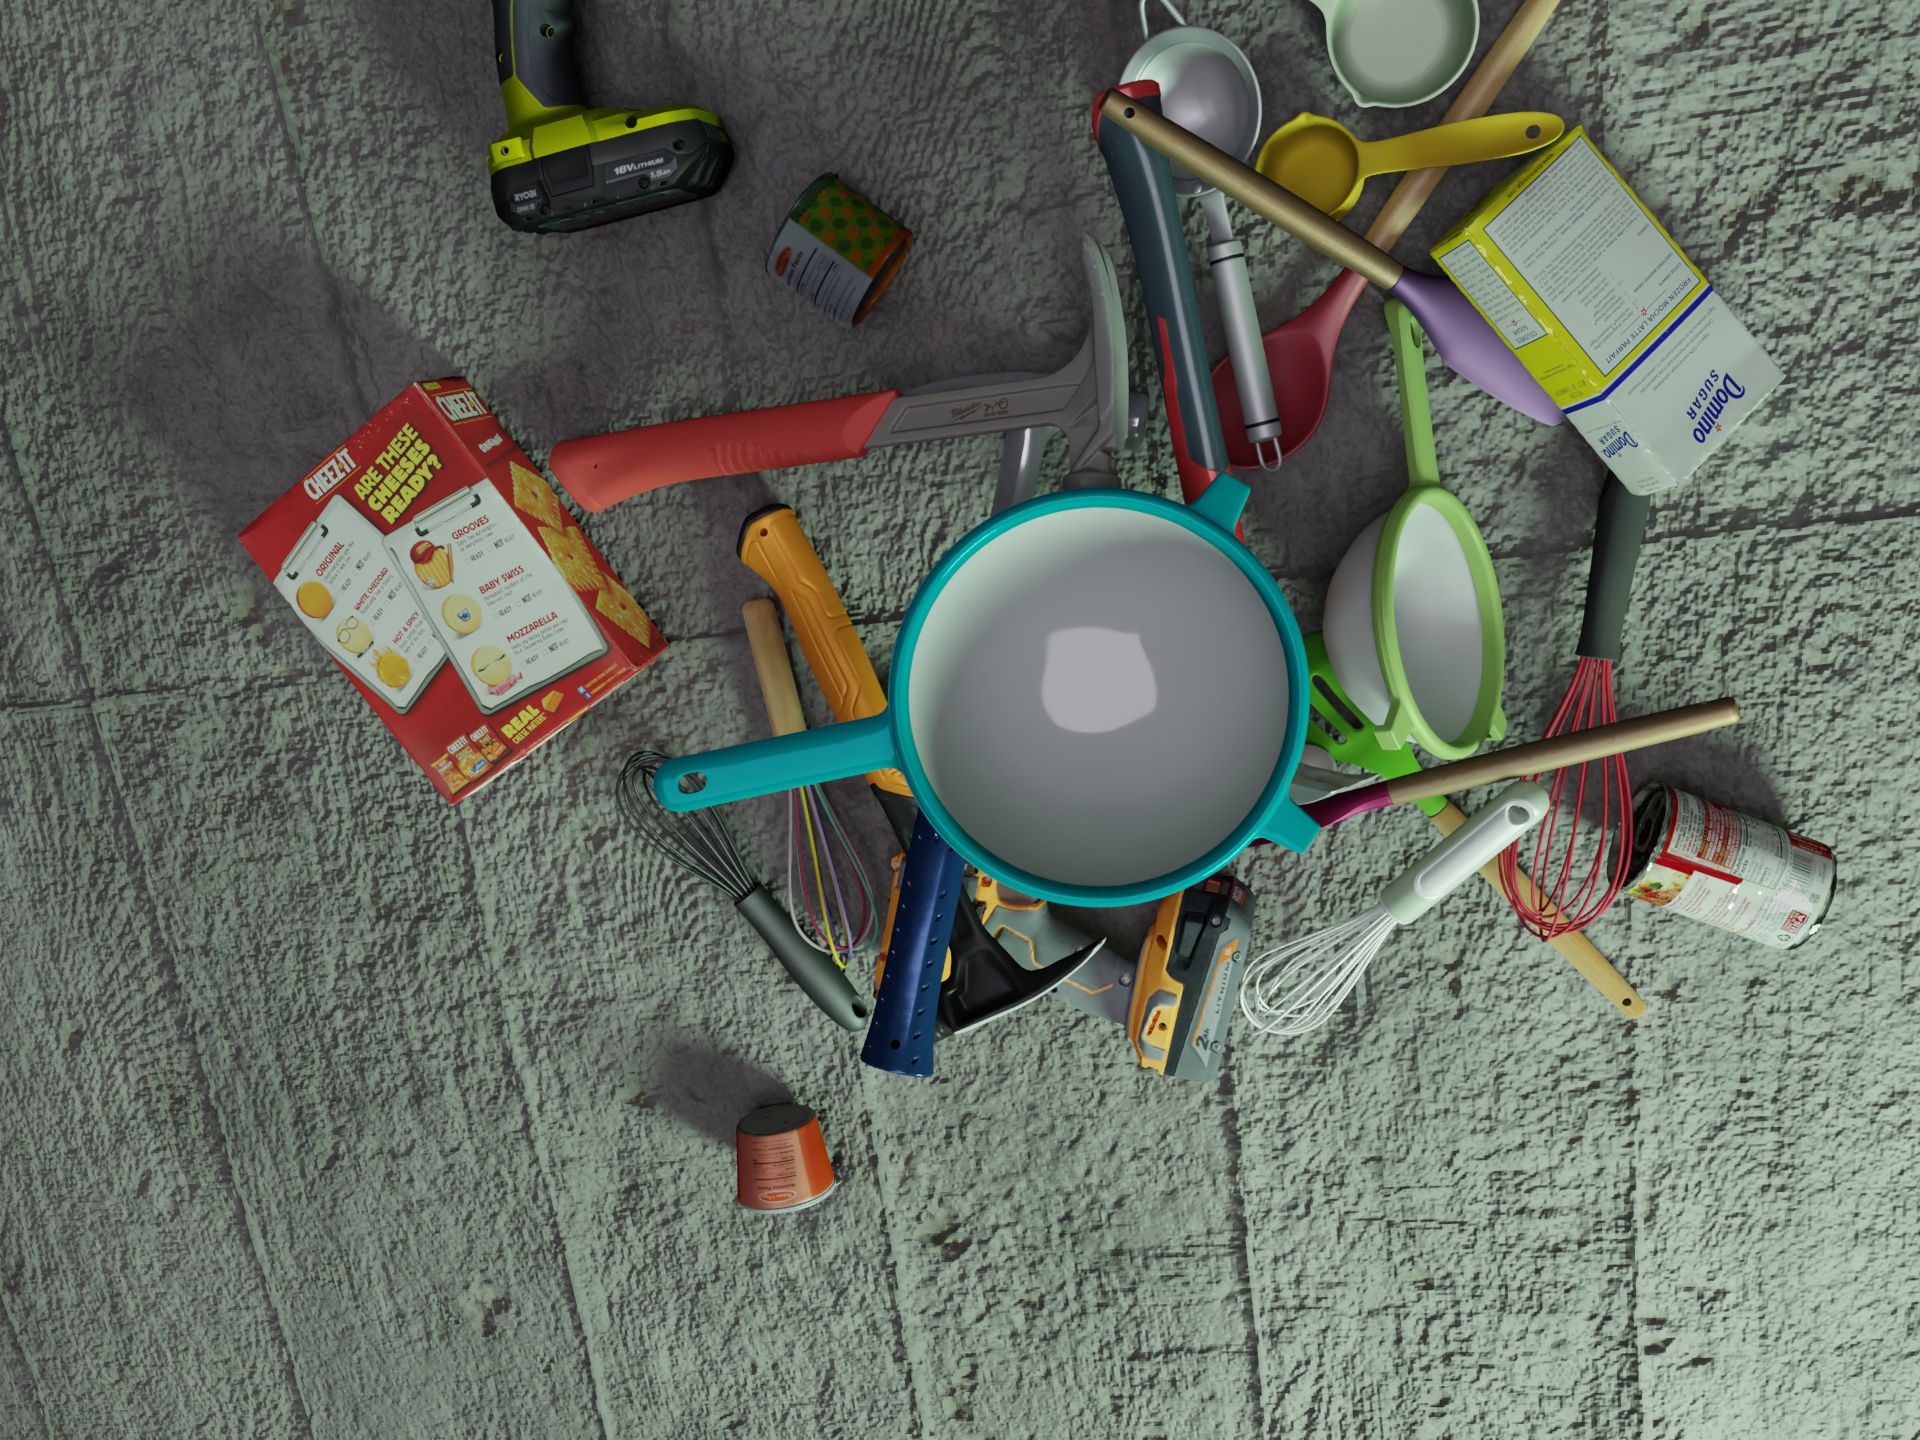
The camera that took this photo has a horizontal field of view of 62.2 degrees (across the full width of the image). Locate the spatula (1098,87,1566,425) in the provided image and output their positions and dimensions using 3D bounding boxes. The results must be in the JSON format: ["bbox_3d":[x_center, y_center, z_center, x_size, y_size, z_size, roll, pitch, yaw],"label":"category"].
[{"bbox_3d":[0.209,-0.248,0.837,0.315,0.018,0.059,24,105,-16],"label":"spatula"}]

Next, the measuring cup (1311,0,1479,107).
[{"bbox_3d":[0.189,-0.381,0.832,0.167,0.038,0.083,29,110,3],"label":"measuring cup"}]

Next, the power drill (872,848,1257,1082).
[{"bbox_3d":[0.066,0.114,0.987,0.226,0.084,0.185,13,104,11],"label":"power drill"}]

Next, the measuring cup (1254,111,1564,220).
[{"bbox_3d":[0.235,-0.295,0.838,0.156,0.029,0.062,-3,91,21],"label":"measuring cup"}]

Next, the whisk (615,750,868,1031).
[{"bbox_3d":[-0.139,0.116,1.040,0.055,0.055,0.239,-36,101,18],"label":"whisk"}]

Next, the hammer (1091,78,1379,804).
[{"bbox_3d":[0.136,-0.144,0.849,0.038,0.143,0.386,-17,102,-20],"label":"hammer"}]

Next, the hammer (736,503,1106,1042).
[{"bbox_3d":[-0.040,0.019,0.954,0.127,0.034,0.337,-28,85,17],"label":"hammer"}]

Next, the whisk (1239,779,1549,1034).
[{"bbox_3d":[0.250,0.114,0.936,0.058,0.059,0.246,41,124,0],"label":"whisk"}]

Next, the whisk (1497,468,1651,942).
[{"bbox_3d":[0.356,-0.017,0.896,0.073,0.073,0.296,8,99,8],"label":"whisk"}]

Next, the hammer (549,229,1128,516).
[{"bbox_3d":[-0.079,-0.174,0.906,0.359,0.036,0.149,-3,88,24],"label":"hammer"}]

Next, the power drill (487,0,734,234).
[{"bbox_3d":[-0.210,-0.397,0.879,0.171,0.080,0.223,-10,102,13],"label":"power drill"}]

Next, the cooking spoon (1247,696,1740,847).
[{"bbox_3d":[0.267,0.034,0.896,0.319,0.069,0.017,-17,95,30],"label":"cooking spoon"}]

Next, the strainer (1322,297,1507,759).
[{"bbox_3d":[0.237,-0.104,0.886,0.069,0.151,0.256,-8,87,41],"label":"strainer"}]

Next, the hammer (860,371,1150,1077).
[{"bbox_3d":[-0.001,-0.003,0.910,0.144,0.035,0.405,11,87,7],"label":"hammer"}]

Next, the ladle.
[{"bbox_3d":[0.233,-0.272,0.862,0.069,0.031,0.315,39,108,15],"label":"ladle"}]

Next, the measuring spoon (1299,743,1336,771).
[{"bbox_3d":[0.164,0.033,0.964,0.124,0.018,0.034,-2,129,21],"label":"measuring spoon"}]

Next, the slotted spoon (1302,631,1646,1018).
[{"bbox_3d":[0.306,0.069,0.956,0.313,0.031,0.070,45,109,-7],"label":"slotted spoon"}]

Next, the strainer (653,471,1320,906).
[{"bbox_3d":[0.010,0.000,0.846,0.340,0.095,0.211,-12,91,7],"label":"strainer"}]

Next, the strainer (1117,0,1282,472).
[{"bbox_3d":[0.141,-0.261,0.861,0.087,0.050,0.258,-7,100,39],"label":"strainer"}]

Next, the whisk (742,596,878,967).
[{"bbox_3d":[-0.099,0.042,1.009,0.051,0.047,0.245,-6,103,35],"label":"whisk"}]
